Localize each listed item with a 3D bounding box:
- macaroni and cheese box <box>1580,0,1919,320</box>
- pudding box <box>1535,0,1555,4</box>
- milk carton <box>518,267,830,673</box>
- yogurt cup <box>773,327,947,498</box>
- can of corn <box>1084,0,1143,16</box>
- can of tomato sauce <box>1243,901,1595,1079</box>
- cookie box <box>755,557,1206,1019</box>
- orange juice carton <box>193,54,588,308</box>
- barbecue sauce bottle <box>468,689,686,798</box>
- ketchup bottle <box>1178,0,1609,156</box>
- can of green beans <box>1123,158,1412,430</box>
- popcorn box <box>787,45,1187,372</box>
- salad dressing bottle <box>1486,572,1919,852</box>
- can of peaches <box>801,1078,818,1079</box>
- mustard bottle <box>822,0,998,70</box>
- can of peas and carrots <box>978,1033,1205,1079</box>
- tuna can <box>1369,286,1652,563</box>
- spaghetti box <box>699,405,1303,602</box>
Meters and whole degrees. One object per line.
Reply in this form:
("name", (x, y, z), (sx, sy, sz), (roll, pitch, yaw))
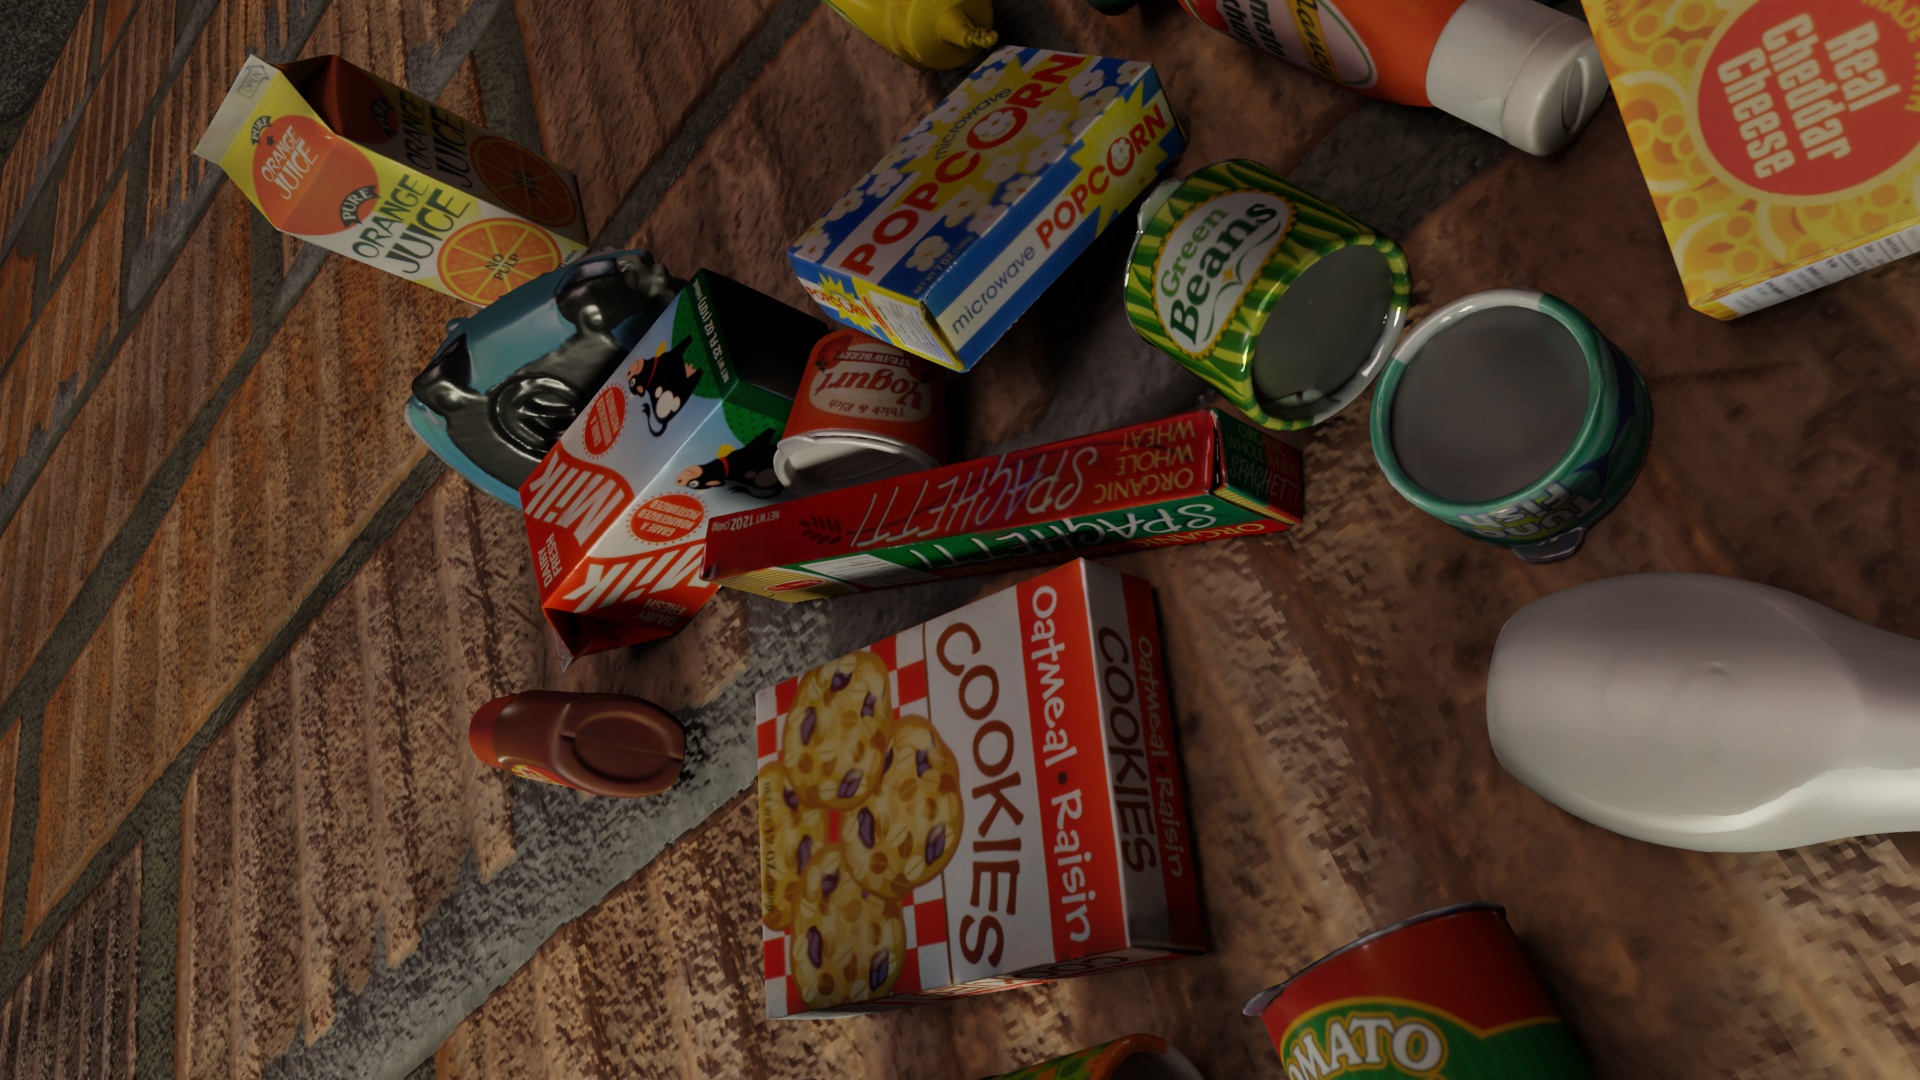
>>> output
("macaroni and cheese box", (0.233, -0.138, 0.308), (0.166, 0.040, 0.124), (-22, 77, 38))
("pudding box", (0.195, -0.195, 0.392), (0.083, 0.030, 0.050), (-17, 65, 40))
("milk carton", (-0.134, -0.022, 0.623), (0.190, 0.073, 0.072), (-43, 51, 26))
("yogurt cup", (-0.035, -0.047, 0.543), (0.072, 0.072, 0.054), (-15, 58, 41))
("can of corn", (0.066, -0.236, 0.504), (0.058, 0.071, 0.071), (-17, 65, 39))
("can of tomato sauce", (0.116, 0.138, 0.324), (0.071, 0.071, 0.083), (-41, 52, 27))
("cookie box", (-0.002, 0.091, 0.478), (0.167, 0.040, 0.123), (-25, 60, 38))
("orange juice carton", (-0.312, -0.199, 0.774), (0.071, 0.192, 0.073), (-40, 53, 27))
("barbecue sauce bottle", (-0.187, 0.092, 0.646), (0.148, 0.065, 0.044), (-6, 69, 52))
("ketchup bottle", (0.127, -0.166, 0.429), (0.043, 0.064, 0.149), (-44, 55, -4))
("can of green beans", (0.093, -0.075, 0.424), (0.071, 0.071, 0.058), (-57, 46, 14))
("popcorn box", (0.009, -0.125, 0.509), (0.127, 0.038, 0.085), (-47, 42, -14))
("salad dressing bottle", (0.194, 0.041, 0.301), (0.147, 0.044, 0.064), (4, 77, 44))
("can of peaches", (-0.027, 0.211, 0.447), (0.071, 0.058, 0.071), (-18, 64, 41))
("mustard bottle", (-0.025, -0.234, 0.590), (0.048, 0.065, 0.161), (-57, 40, 18))
("can of peas and carrots", (0.035, 0.179, 0.388), (0.058, 0.071, 0.071), (-32, 56, 33))
("tuna can", (0.149, -0.031, 0.378), (0.071, 0.033, 0.071), (-17, 64, 40))
("spaghetti box", (0.002, -0.006, 0.501), (0.249, 0.050, 0.029), (-10, 71, 42))
